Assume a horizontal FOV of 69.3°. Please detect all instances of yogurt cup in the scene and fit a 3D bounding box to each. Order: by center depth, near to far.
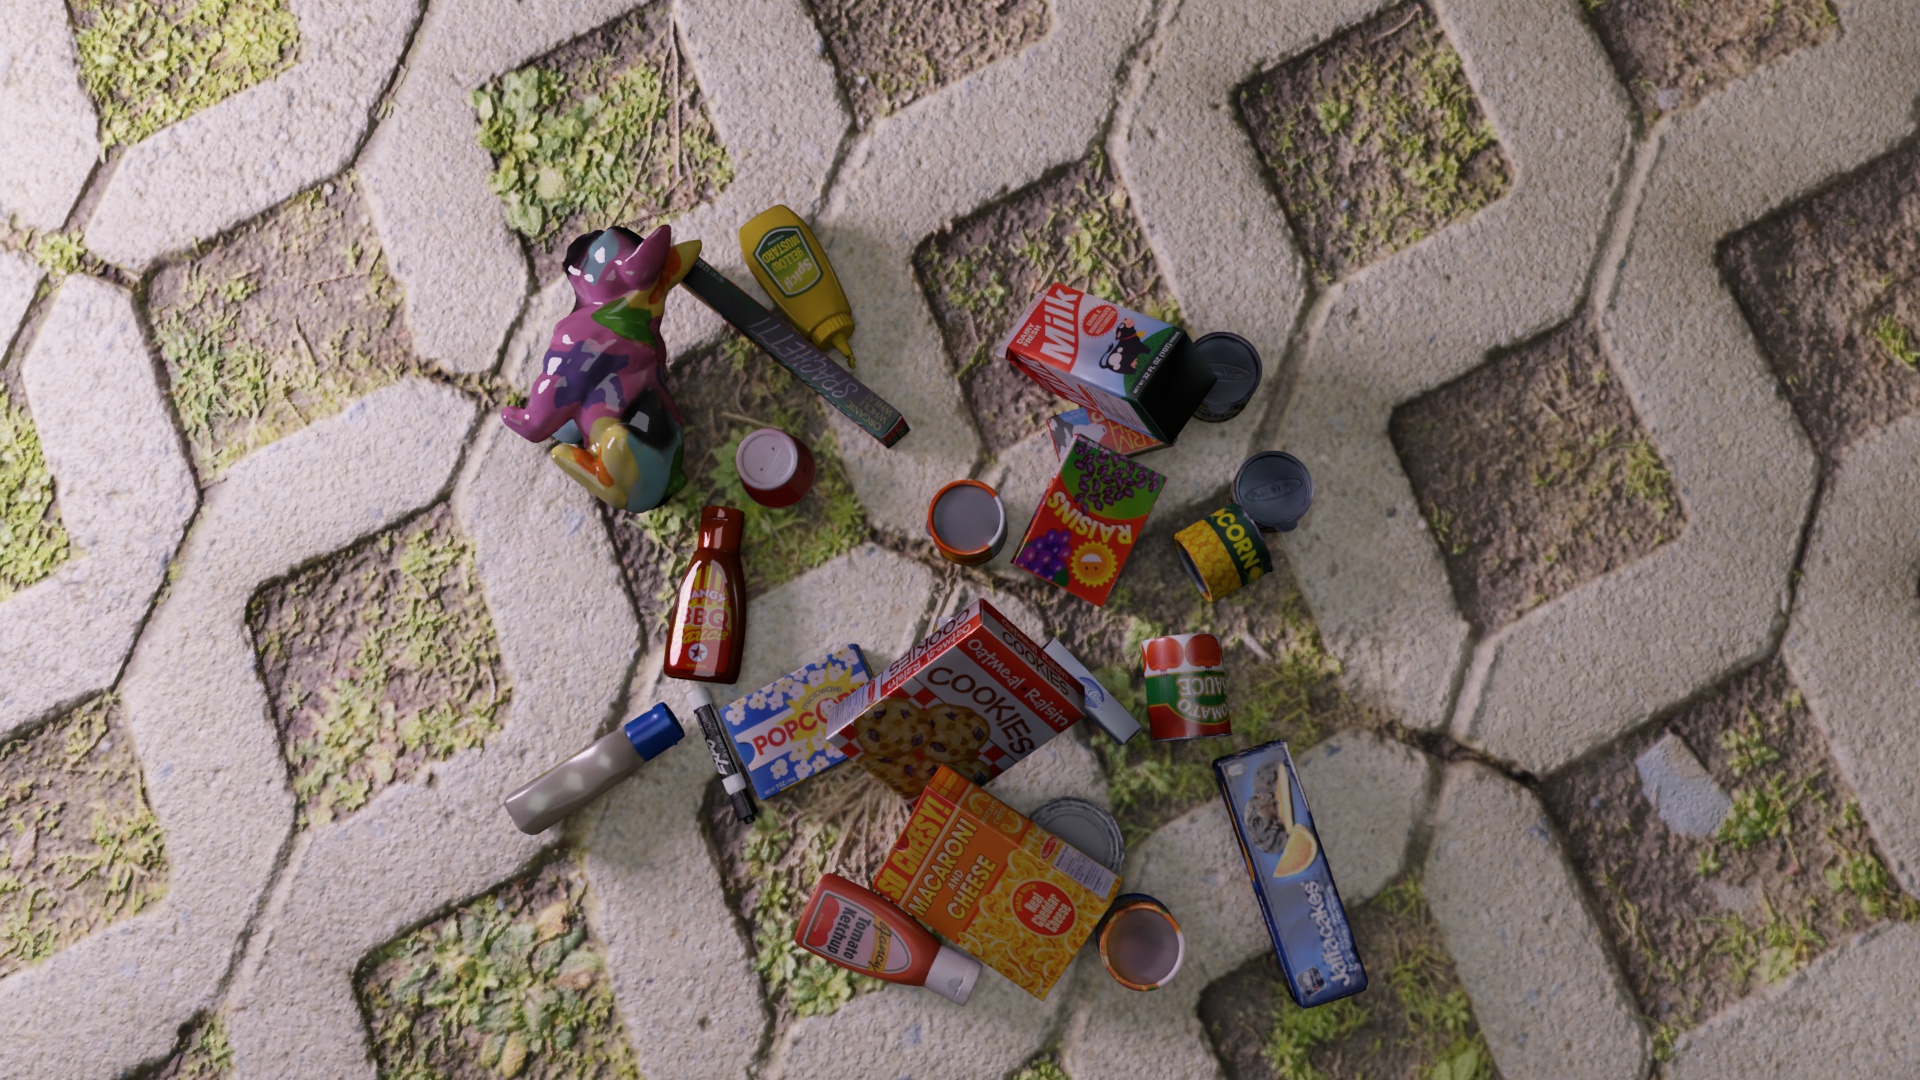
[{"bbox_3d":[-0.161,-0.065,1.195,0.072,0.054,0.072,0,81,3],"label":"yogurt cup"}]

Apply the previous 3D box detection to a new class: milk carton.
[{"bbox_3d":[0.112,-0.156,1.165,0.191,0.073,0.072,29,81,41],"label":"milk carton"}]

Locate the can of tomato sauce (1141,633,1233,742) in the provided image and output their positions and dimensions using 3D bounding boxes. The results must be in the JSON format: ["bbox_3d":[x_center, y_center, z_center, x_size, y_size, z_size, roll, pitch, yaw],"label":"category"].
[{"bbox_3d":[0.186,0.121,1.136,0.071,0.071,0.083,-5,80,2],"label":"can of tomato sauce"}]

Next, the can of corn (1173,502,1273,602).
[{"bbox_3d":[0.218,0.010,1.153,0.058,0.071,0.071,-28,80,-1],"label":"can of corn"}]

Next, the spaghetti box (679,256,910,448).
[{"bbox_3d":[-0.150,-0.168,1.214,0.250,0.050,0.029,38,86,8],"label":"spaghetti box"}]

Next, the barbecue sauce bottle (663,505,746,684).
[{"bbox_3d":[-0.212,0.046,1.183,0.065,0.043,0.148,6,80,5],"label":"barbecue sauce bottle"}]

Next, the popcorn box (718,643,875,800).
[{"bbox_3d":[-0.125,0.151,1.163,0.127,0.038,0.085,-27,81,-2],"label":"popcorn box"}]

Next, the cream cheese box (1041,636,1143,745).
[{"bbox_3d":[0.105,0.126,1.148,0.024,0.053,0.104,-44,81,-6],"label":"cream cheese box"}]

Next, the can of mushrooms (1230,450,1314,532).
[{"bbox_3d":[0.264,-0.038,1.179,0.071,0.033,0.071,0,80,2],"label":"can of mushrooms"}]

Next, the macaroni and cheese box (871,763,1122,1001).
[{"bbox_3d":[0.026,0.271,1.100,0.166,0.040,0.123,31,120,8],"label":"macaroni and cheese box"}]

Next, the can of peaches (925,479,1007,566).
[{"bbox_3d":[0.004,-0.015,1.175,0.071,0.058,0.071,0,81,2],"label":"can of peaches"}]

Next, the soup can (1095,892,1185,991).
[{"bbox_3d":[0.139,0.315,1.097,0.071,0.083,0.071,-1,80,4],"label":"soup can"}]

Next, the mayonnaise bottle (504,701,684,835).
[{"bbox_3d":[-0.302,0.189,1.155,0.148,0.064,0.041,-33,83,-7],"label":"mayonnaise bottle"}]

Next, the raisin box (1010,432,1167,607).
[{"bbox_3d":[0.107,-0.017,1.166,0.086,0.040,0.123,26,91,-2],"label":"raisin box"}]

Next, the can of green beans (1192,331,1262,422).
[{"bbox_3d":[0.220,-0.138,1.186,0.071,0.057,0.071,0,80,3],"label":"can of green beans"}]

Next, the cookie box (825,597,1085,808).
[{"bbox_3d":[-0.003,0.135,1.098,0.167,0.040,0.122,-38,116,21],"label":"cookie box"}]

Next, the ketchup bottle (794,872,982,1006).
[{"bbox_3d":[-0.056,0.328,1.125,0.149,0.043,0.064,24,94,6],"label":"ketchup bottle"}]

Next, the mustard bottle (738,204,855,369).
[{"bbox_3d":[-0.133,-0.219,1.223,0.065,0.048,0.160,-34,80,-1],"label":"mustard bottle"}]

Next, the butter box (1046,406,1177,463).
[{"bbox_3d":[0.131,-0.094,1.200,0.103,0.024,0.053,-17,80,0],"label":"butter box"}]

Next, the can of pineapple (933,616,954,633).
[{"bbox_3d":[0.007,0.098,1.153,0.071,0.071,0.058,10,81,5],"label":"can of pineapple"}]
